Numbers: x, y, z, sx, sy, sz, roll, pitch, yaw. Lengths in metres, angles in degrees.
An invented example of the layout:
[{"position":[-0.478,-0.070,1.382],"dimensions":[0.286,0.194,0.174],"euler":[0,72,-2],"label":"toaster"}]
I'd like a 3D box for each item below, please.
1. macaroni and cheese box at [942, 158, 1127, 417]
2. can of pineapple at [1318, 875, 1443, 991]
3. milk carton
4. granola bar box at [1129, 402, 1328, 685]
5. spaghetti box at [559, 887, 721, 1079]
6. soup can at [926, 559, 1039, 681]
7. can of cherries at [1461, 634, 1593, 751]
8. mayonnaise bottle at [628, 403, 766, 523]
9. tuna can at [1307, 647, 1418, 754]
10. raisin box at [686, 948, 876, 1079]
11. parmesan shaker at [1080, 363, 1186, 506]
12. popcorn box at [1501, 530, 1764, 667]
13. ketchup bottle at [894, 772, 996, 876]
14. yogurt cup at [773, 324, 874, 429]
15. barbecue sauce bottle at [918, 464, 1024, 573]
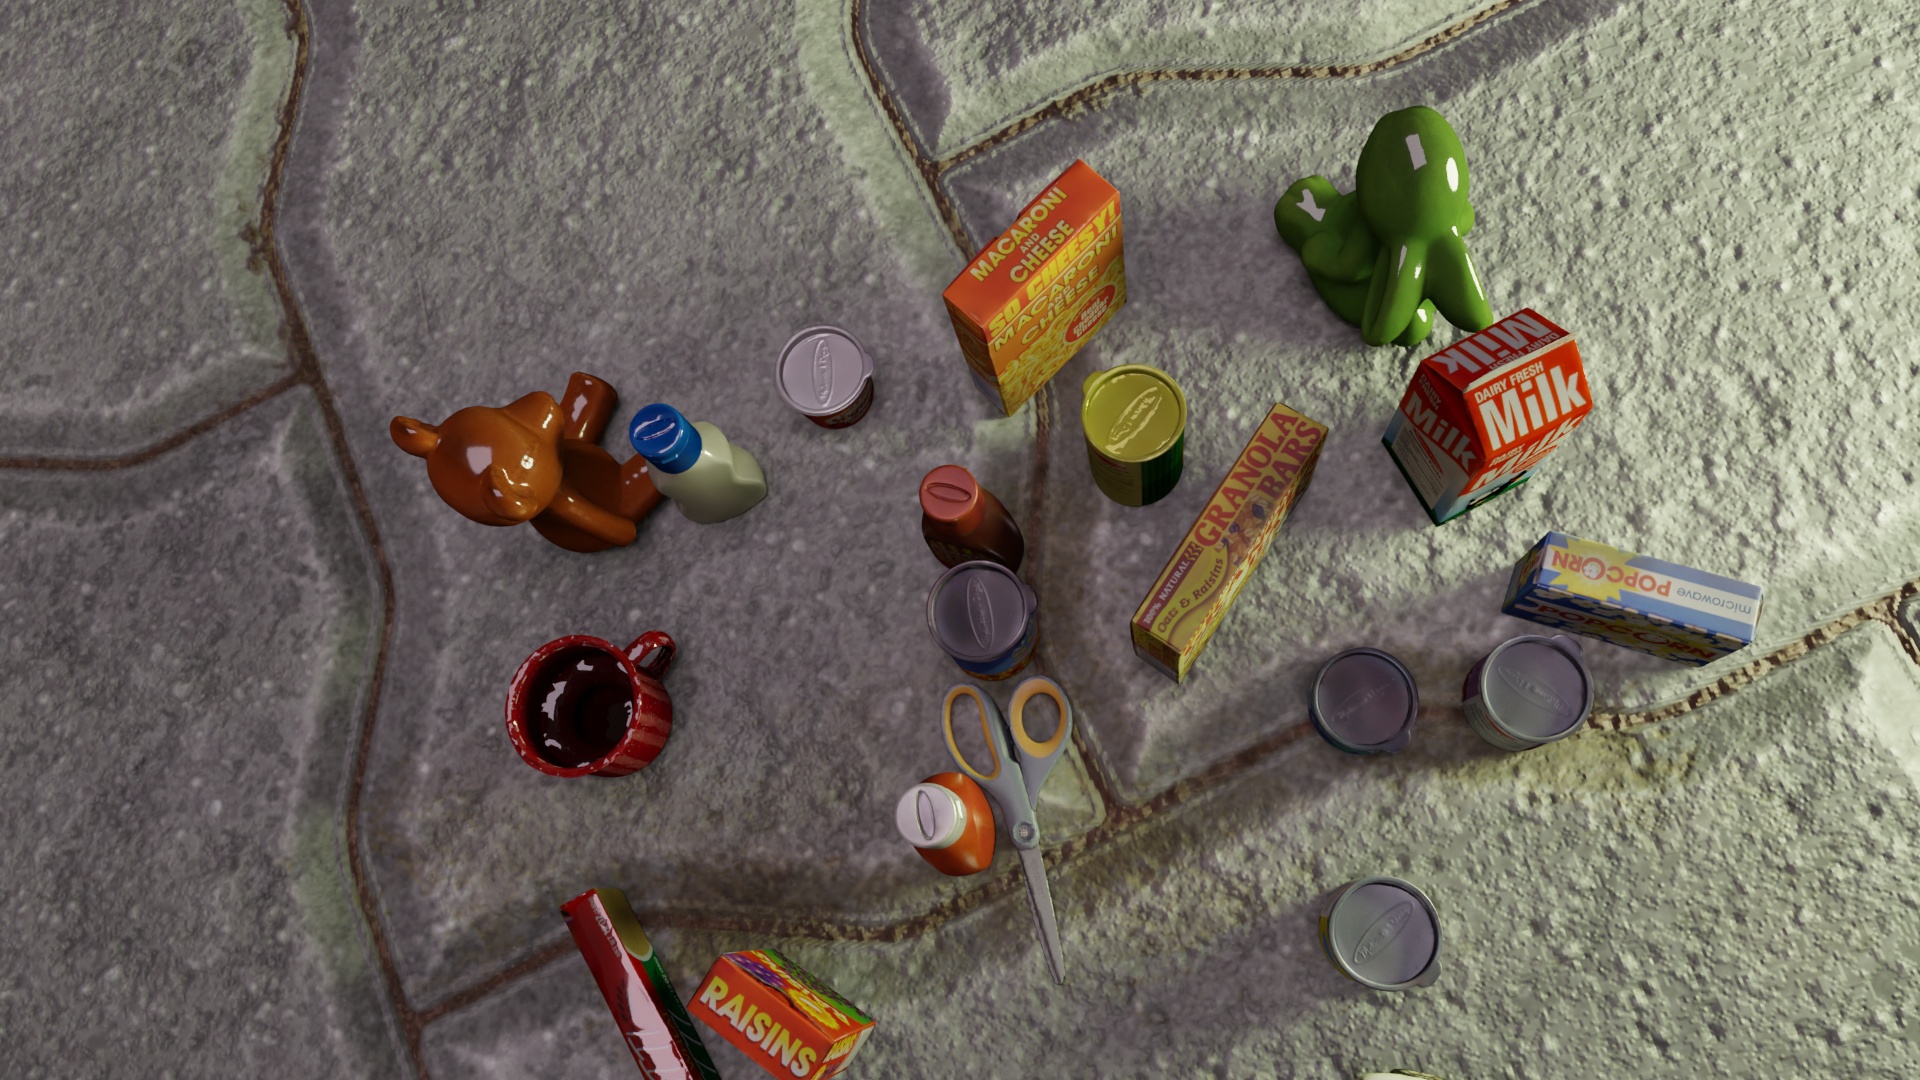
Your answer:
[{"position":[0.053,-0.162,0.923],"dimensions":[0.040,0.166,0.124],"euler":[43,85,16],"label":"macaroni and cheese box"},{"position":[0.254,0.239,0.843],"dimensions":[0.071,0.057,0.071],"euler":[-2,75,8],"label":"can of pineapple"},{"position":[0.321,-0.077,0.849],"dimensions":[0.072,0.190,0.073],"euler":[-27,73,1],"label":"milk carton"},{"position":[0.168,0.005,0.884],"dimensions":[0.039,0.124,0.166],"euler":[33,82,15],"label":"granola bar box"},{"position":[-0.180,0.336,0.884],"dimensions":[0.029,0.050,0.250],"euler":[-33,73,-1],"label":"spaghetti box"},{"position":[0.019,0.054,0.913],"dimensions":[0.071,0.083,0.071],"euler":[-2,75,8],"label":"soup can"},{"position":[0.354,0.095,0.867],"dimensions":[0.071,0.058,0.071],"euler":[-2,75,8],"label":"can of cherries"},{"position":[-0.179,-0.052,0.937],"dimensions":[0.065,0.148,0.041],"euler":[-23,74,2],"label":"mayonnaise bottle"},{"position":[0.259,0.106,0.891],"dimensions":[0.071,0.032,0.071],"euler":[-2,75,8],"label":"tuna can"},{"position":[-0.106,0.290,0.847],"dimensions":[0.086,0.123,0.040],"euler":[33,82,15],"label":"raisin box"},{"position":[0.114,-0.070,0.923],"dimensions":[0.071,0.103,0.071],"euler":[-2,75,8],"label":"parmesan shaker"},{"position":[0.412,0.038,0.860],"dimensions":[0.127,0.085,0.038],"euler":[16,79,12],"label":"popcorn box"},{"position":[-0.009,0.172,0.851],"dimensions":[0.043,0.148,0.065],"euler":[-13,74,5],"label":"ketchup bottle"},{"position":[-0.094,-0.113,0.990],"dimensions":[0.072,0.054,0.072],"euler":[-2,75,8],"label":"yogurt cup"},{"position":[0.003,-0.011,0.899],"dimensions":[0.065,0.148,0.044],"euler":[14,78,12],"label":"barbecue sauce bottle"}]
